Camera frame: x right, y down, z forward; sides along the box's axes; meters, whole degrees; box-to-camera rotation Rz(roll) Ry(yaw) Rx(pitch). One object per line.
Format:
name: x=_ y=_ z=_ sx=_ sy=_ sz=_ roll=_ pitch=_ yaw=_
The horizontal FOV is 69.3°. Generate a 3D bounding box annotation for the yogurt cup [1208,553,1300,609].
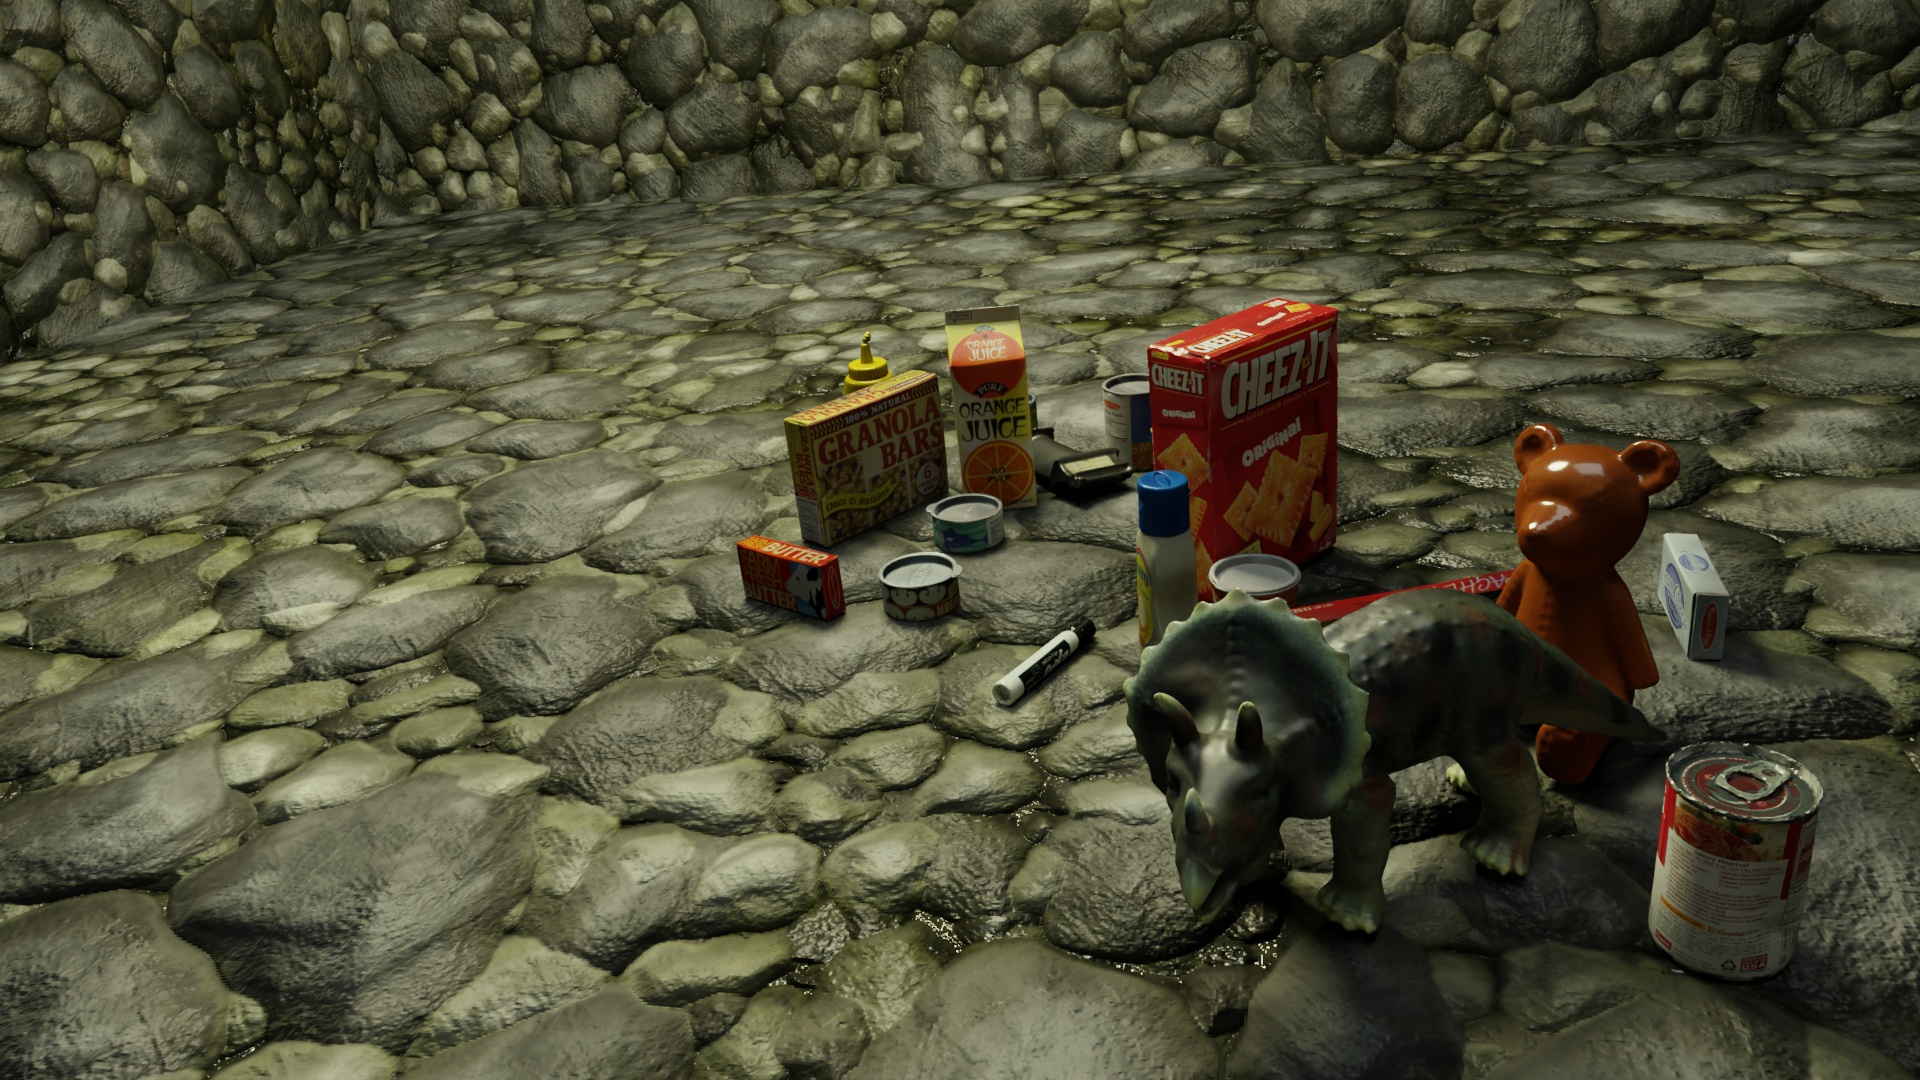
yogurt cup: x=0.224 y=0.047 z=1.057 sx=0.072 sy=0.053 sz=0.073 roll=-5 pitch=24 yaw=2

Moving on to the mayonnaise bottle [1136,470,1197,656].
mayonnaise bottle: x=0.149 y=0.023 z=1.012 sx=0.041 sy=0.147 sz=0.065 roll=-9 pitch=24 yaw=-6

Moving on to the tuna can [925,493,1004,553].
tuna can: x=0.005 y=-0.016 z=1.275 sx=0.071 sy=0.032 sz=0.071 roll=-5 pitch=24 yaw=2

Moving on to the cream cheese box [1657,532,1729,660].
cream cheese box: x=0.529 y=0.039 z=1.005 sx=0.024 sy=0.053 sz=0.104 roll=1 pitch=25 yaw=15

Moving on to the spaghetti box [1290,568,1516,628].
spaghetti box: x=0.345 y=0.059 z=1.008 sx=0.250 sy=0.050 sz=0.029 roll=-9 pitch=24 yaw=-8

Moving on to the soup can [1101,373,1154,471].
soup can: x=0.181 y=-0.120 z=1.404 sx=0.071 sy=0.083 sz=0.071 roll=-5 pitch=24 yaw=2

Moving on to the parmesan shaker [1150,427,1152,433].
parmesan shaker: x=0.205 y=-0.054 z=1.227 sx=0.071 sy=0.102 sz=0.071 roll=-5 pitch=24 yaw=2

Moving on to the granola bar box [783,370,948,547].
granola bar box: x=-0.085 y=-0.080 z=1.328 sx=0.039 sy=0.123 sz=0.166 roll=17 pitch=33 yaw=42

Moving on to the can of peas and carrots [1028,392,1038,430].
can of peas and carrots: x=0.049 y=-0.121 z=1.466 sx=0.071 sy=0.058 sz=0.071 roll=-5 pitch=24 yaw=2

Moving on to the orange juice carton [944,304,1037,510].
orange juice carton: x=0.029 y=-0.129 z=1.327 sx=0.072 sy=0.191 sz=0.073 roll=-6 pitch=24 yaw=0

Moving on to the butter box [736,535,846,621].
butter box: x=-0.145 y=0.031 z=1.180 sx=0.103 sy=0.053 sz=0.024 roll=13 pitch=30 yaw=37

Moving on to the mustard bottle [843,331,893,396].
mustard bottle: x=-0.090 y=-0.132 z=1.399 sx=0.065 sy=0.159 sz=0.049 roll=3 pitch=25 yaw=20

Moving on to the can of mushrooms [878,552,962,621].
can of mushrooms: x=-0.032 y=0.038 z=1.160 sx=0.071 sy=0.033 sz=0.071 roll=-5 pitch=24 yaw=2
